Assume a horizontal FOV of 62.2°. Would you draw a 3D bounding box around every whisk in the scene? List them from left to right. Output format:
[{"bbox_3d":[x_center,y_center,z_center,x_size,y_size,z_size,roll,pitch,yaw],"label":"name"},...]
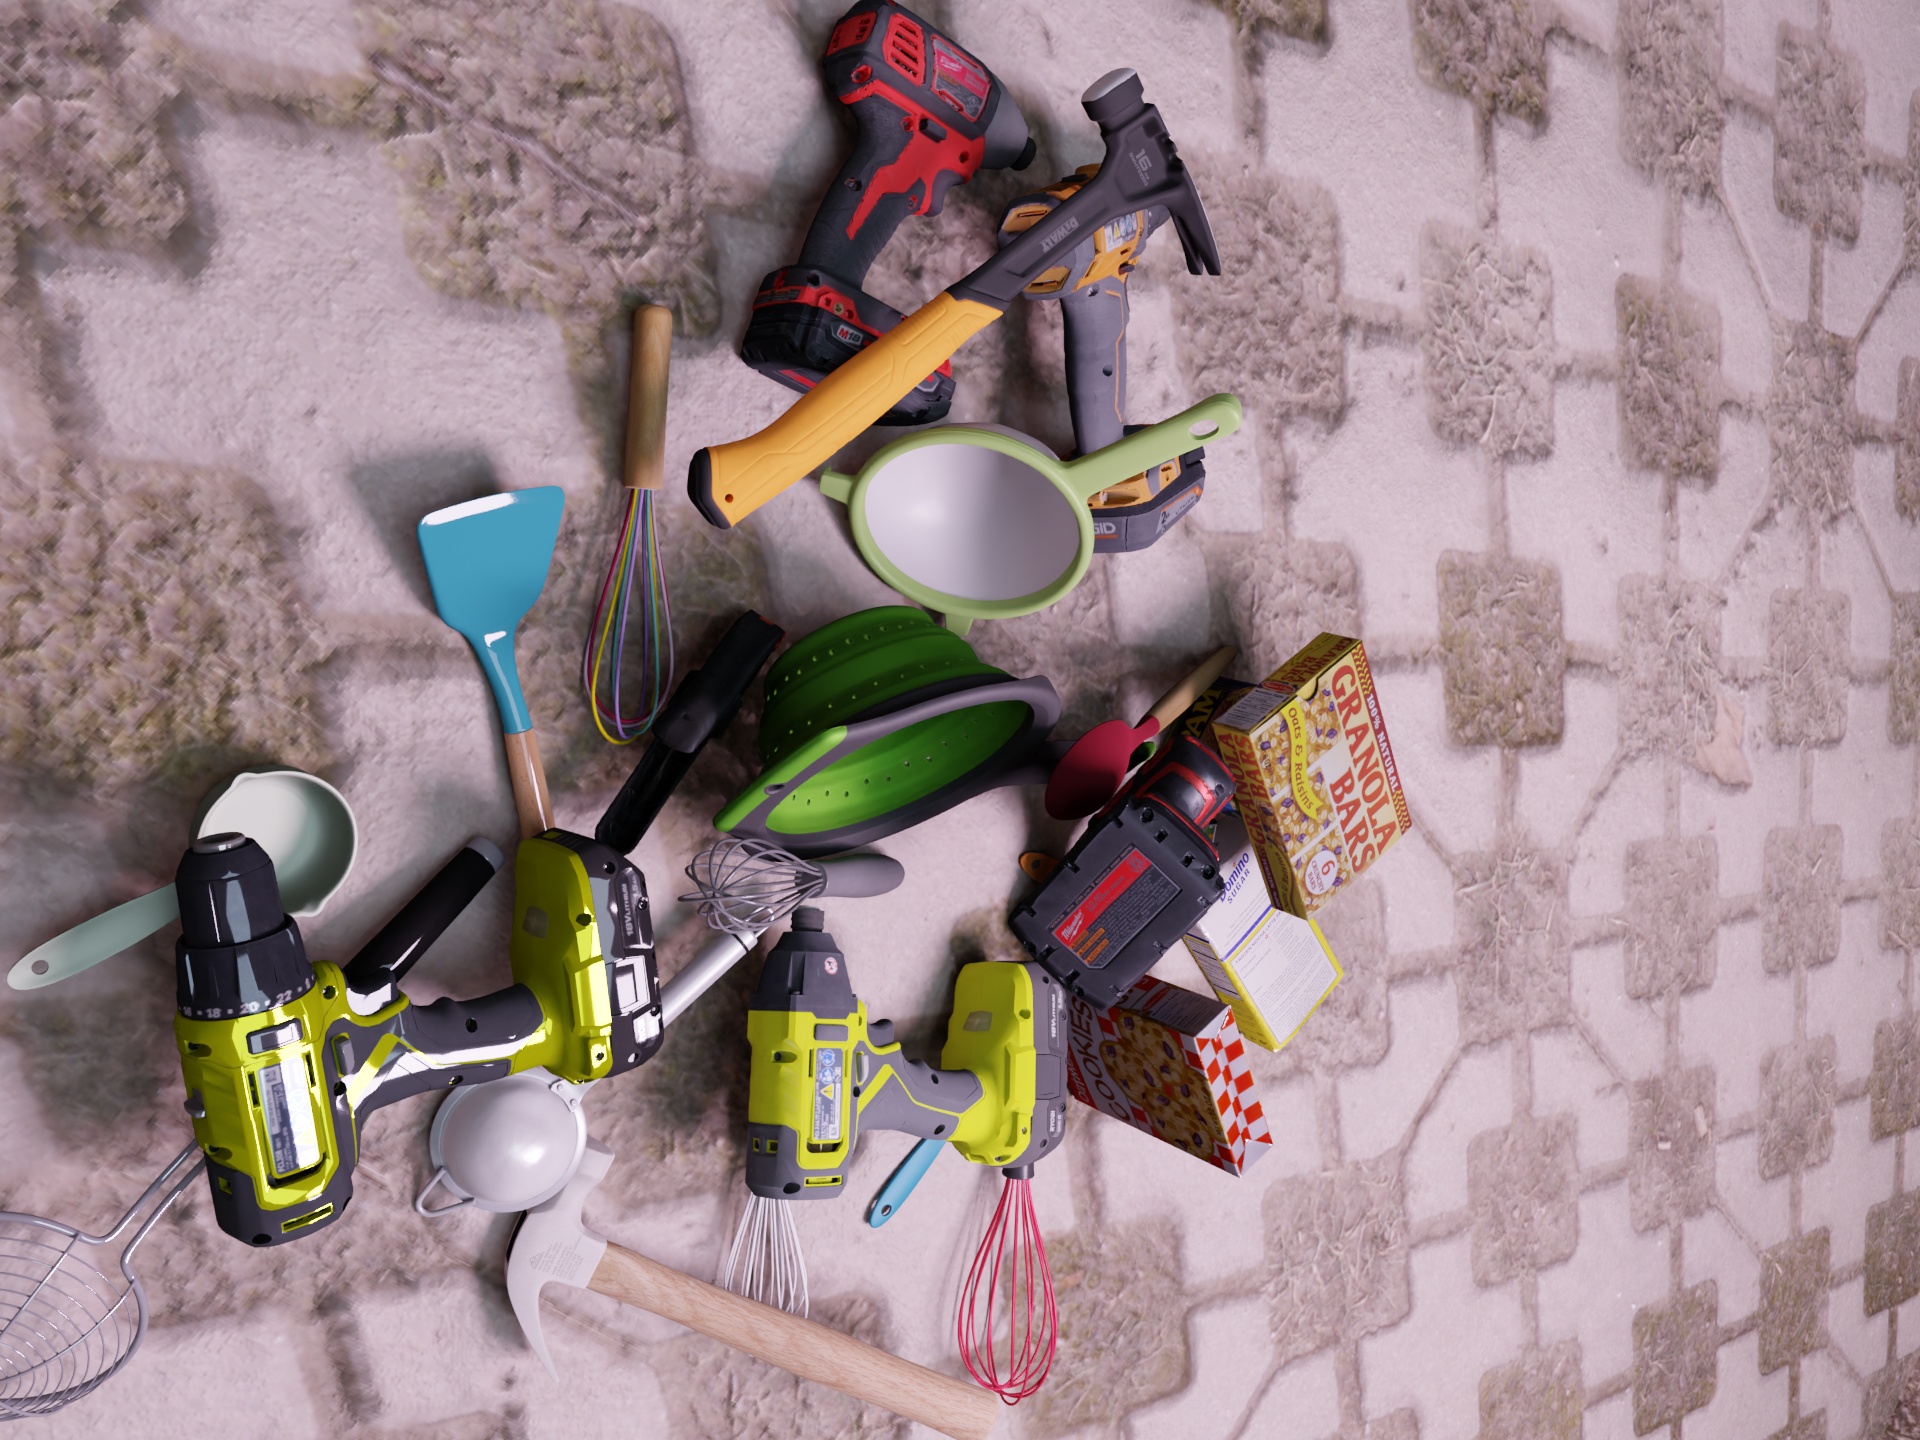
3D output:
[{"bbox_3d":[-0.180,-0.107,0.886,0.047,0.051,0.245,2,96,-31],"label":"whisk"},{"bbox_3d":[-0.122,0.283,1.009,0.059,0.058,0.246,-13,106,-70],"label":"whisk"},{"bbox_3d":[-0.090,0.095,0.940,0.239,0.055,0.055,8,96,-67],"label":"whisk"},{"bbox_3d":[0.039,0.342,1.134,0.073,0.073,0.296,1,94,-37],"label":"whisk"}]

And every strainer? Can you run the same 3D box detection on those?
[{"bbox_3d":[-0.205,0.195,0.914,0.258,0.050,0.086,-42,108,-17],"label":"strainer"},{"bbox_3d":[0.053,-0.152,0.950,0.151,0.256,0.069,46,39,-33],"label":"strainer"}]

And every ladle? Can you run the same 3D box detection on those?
[{"bbox_3d":[0.134,-0.004,1.068,0.315,0.031,0.069,-35,147,-57],"label":"ladle"}]

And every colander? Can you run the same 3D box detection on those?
[{"bbox_3d":[-0.002,-0.003,1.007,0.397,0.204,0.095,0,59,-53],"label":"colander"}]

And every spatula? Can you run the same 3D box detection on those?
[{"bbox_3d":[-0.234,0.032,0.873,0.082,0.044,0.317,-21,113,-38],"label":"spatula"}]

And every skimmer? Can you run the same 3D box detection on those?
[{"bbox_3d":[-0.379,0.191,0.810,0.363,0.090,0.127,-51,125,-29],"label":"skimmer"}]

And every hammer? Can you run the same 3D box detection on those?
[{"bbox_3d":[-0.122,0.376,0.973,0.331,0.031,0.130,29,82,-17],"label":"hammer"},{"bbox_3d":[-0.006,-0.211,0.878,0.337,0.034,0.127,-39,118,-9],"label":"hammer"}]

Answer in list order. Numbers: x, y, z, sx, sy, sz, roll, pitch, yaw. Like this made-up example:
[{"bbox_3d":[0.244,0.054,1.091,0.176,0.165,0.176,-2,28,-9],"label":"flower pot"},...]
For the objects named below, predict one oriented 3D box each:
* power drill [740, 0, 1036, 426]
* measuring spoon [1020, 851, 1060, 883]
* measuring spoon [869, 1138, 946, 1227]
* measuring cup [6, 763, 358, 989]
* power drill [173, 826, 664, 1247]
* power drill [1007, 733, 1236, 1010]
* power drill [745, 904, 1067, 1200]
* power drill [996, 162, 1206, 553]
[{"bbox_3d":[-0.035,-0.292,0.936,0.143,0.079,0.220,20,85,-38],"label":"power drill"},{"bbox_3d":[0.084,0.118,1.149,0.116,0.011,0.021,28,87,-33],"label":"measuring spoon"},{"bbox_3d":[-0.017,0.301,1.102,0.129,0.021,0.042,-49,124,-20],"label":"measuring spoon"},{"bbox_3d":[-0.381,0.080,0.780,0.167,0.038,0.083,-31,116,-26],"label":"measuring cup"},{"bbox_3d":[-0.271,0.130,0.795,0.228,0.080,0.190,-15,106,-41],"label":"power drill"},{"bbox_3d":[0.094,0.104,1.019,0.080,0.227,0.188,43,105,1],"label":"power drill"},{"bbox_3d":[-0.035,0.209,1.012,0.223,0.080,0.171,12,75,-42],"label":"power drill"},{"bbox_3d":[0.101,-0.241,1.025,0.185,0.084,0.226,-43,128,-50],"label":"power drill"}]
